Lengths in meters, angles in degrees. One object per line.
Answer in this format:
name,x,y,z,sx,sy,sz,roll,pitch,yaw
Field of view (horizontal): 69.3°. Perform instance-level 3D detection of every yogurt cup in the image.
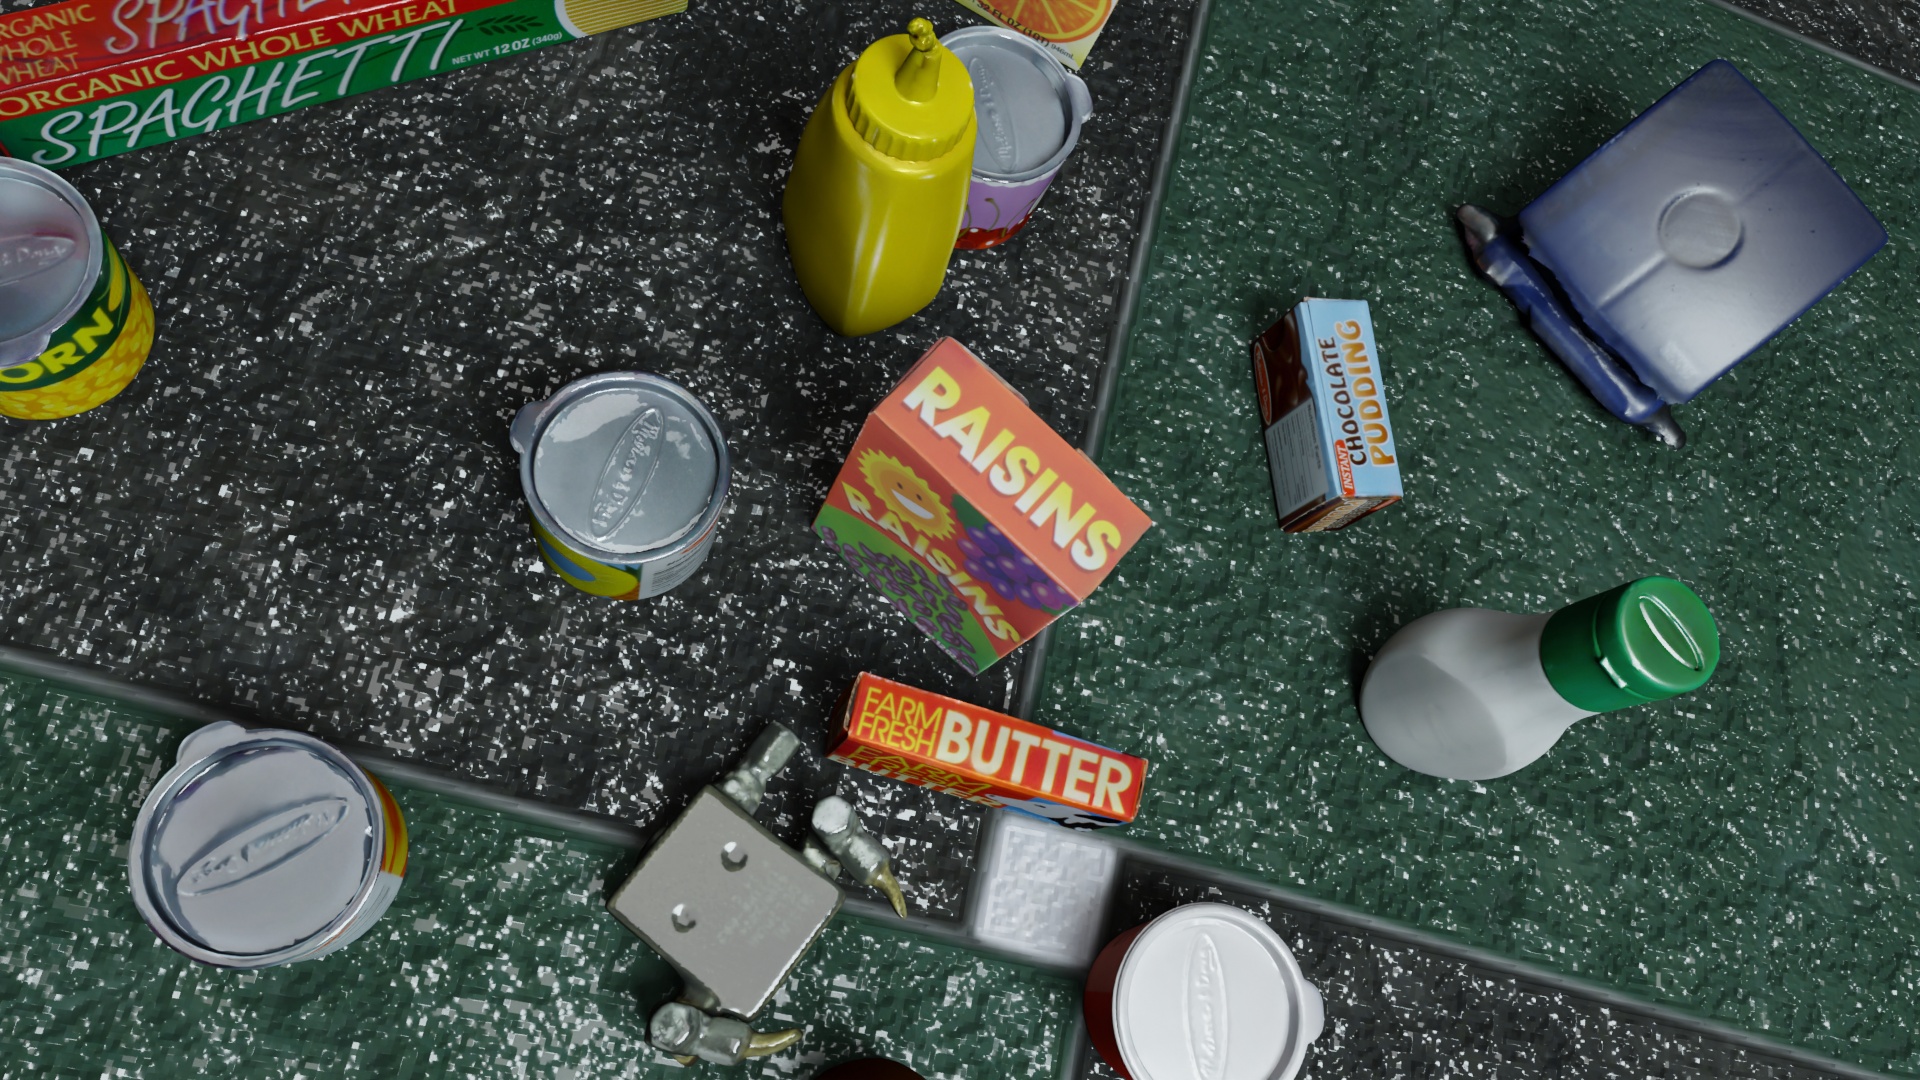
yogurt cup,0.076,0.158,0.470,0.072,0.053,0.072,4,73,-13

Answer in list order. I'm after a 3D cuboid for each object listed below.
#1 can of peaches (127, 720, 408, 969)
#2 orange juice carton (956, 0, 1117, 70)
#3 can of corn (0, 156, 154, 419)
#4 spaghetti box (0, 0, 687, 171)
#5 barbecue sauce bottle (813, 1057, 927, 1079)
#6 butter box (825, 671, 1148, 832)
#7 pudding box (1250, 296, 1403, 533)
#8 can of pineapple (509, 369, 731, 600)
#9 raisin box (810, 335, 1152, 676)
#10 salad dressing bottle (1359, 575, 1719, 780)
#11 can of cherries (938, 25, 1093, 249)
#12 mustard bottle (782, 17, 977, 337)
can of peaches,-0.204,0.091,0.416,0.071,0.058,0.071,4,73,-13
orange juice carton,0.058,-0.272,0.519,0.072,0.192,0.073,29,70,-5
can of corn,-0.299,-0.076,0.441,0.071,0.058,0.071,4,73,-13
spaghetti box,-0.218,-0.187,0.500,0.251,0.050,0.029,-23,81,-19
barbecue sauce bottle,-0.014,0.184,0.389,0.044,0.148,0.065,-8,77,-16
butter box,0.007,0.075,0.478,0.103,0.053,0.024,18,71,-9
pudding box,0.144,-0.049,0.551,0.030,0.049,0.084,-2,75,-15
can of pineapple,-0.115,-0.018,0.472,0.071,0.057,0.071,4,73,-13
raisin box,0.002,-0.006,0.463,0.086,0.123,0.040,43,69,1
salad dressing bottle,0.195,0.048,0.483,0.044,0.147,0.064,-34,85,-20
can of cherries,0.010,-0.155,0.544,0.071,0.058,0.071,4,73,-13
mustard bottle,-0.025,-0.125,0.472,0.049,0.159,0.065,-25,82,-19
